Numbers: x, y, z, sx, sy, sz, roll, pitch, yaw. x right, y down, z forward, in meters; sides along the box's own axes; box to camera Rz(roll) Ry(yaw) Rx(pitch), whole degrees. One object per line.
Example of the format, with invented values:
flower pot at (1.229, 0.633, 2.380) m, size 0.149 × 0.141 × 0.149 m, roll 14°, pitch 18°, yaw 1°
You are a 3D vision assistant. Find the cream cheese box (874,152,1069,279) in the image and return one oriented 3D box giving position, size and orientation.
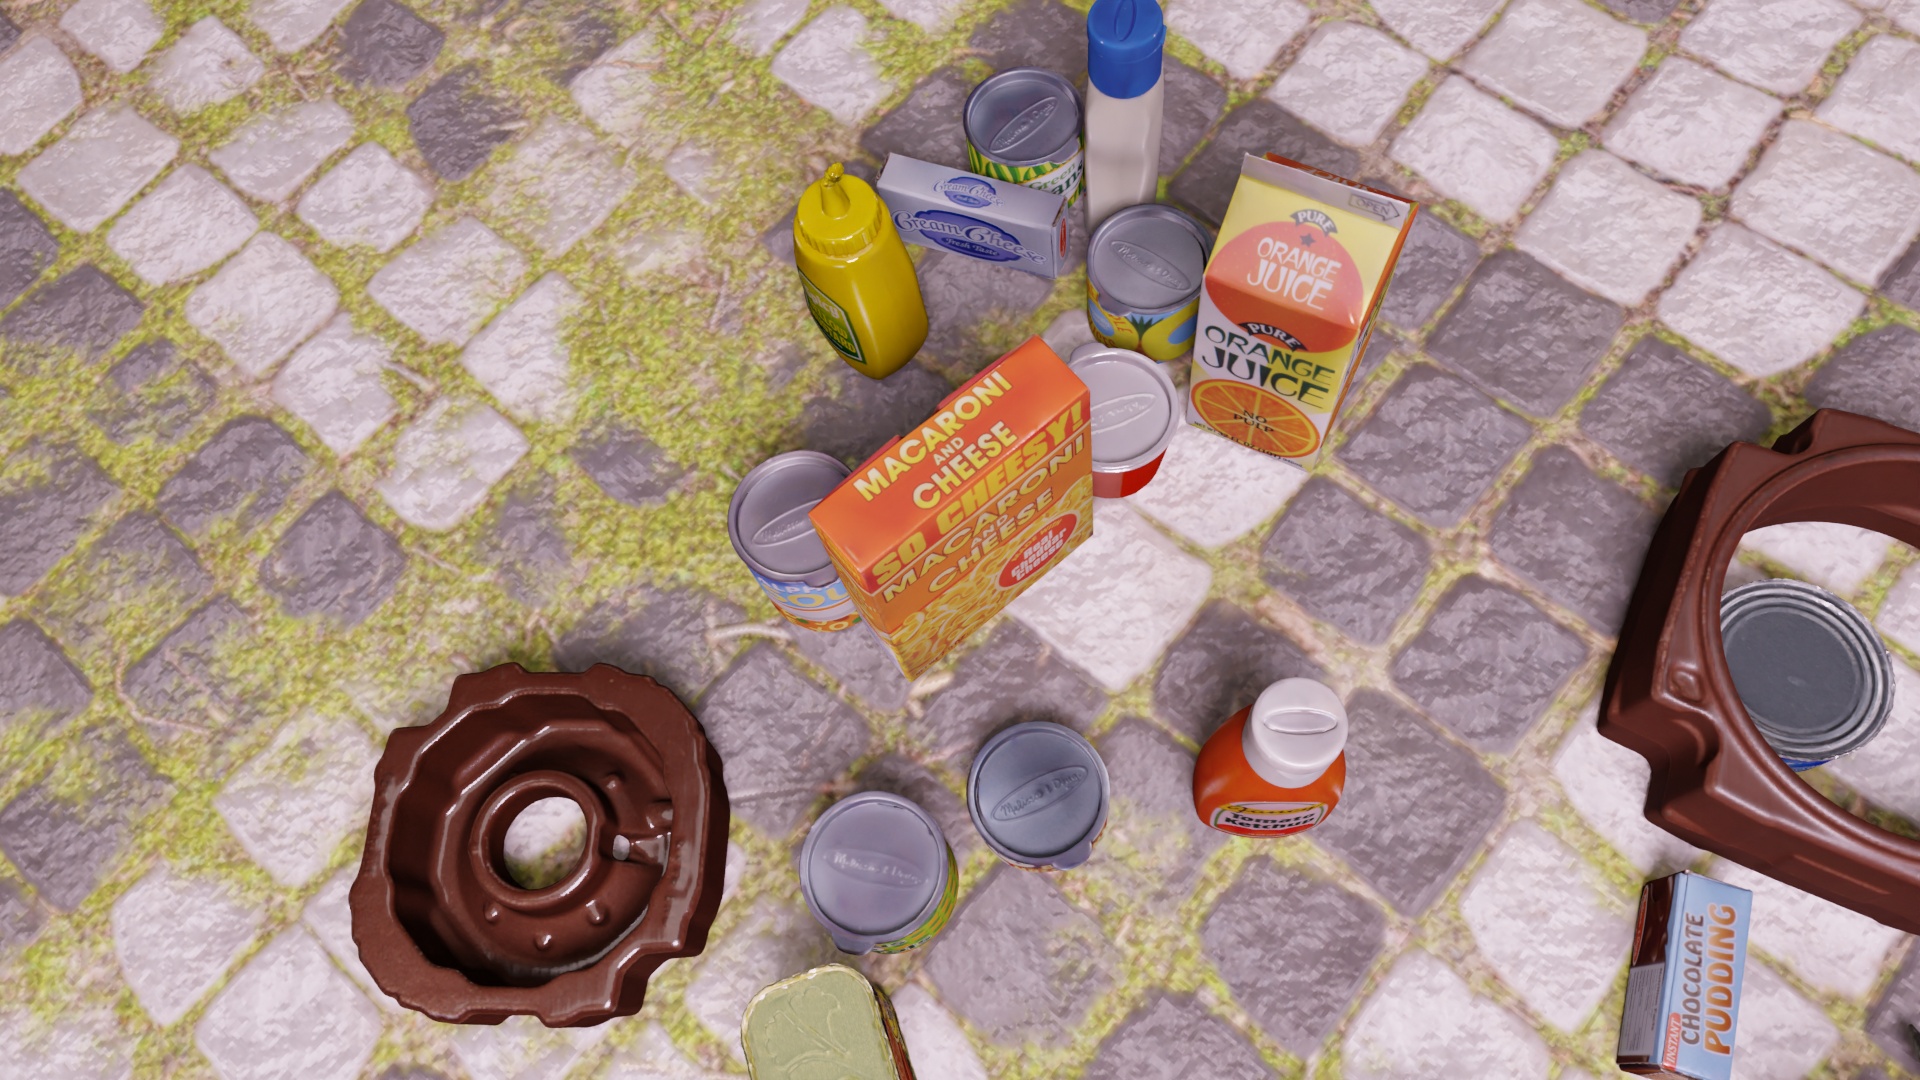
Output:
cream cheese box at (0.007, -0.177, 0.763) m, size 0.104 × 0.053 × 0.024 m, roll 17°, pitch 71°, yaw 12°

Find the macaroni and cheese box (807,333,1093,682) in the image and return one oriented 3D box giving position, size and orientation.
macaroni and cheese box at (0.002, -0.008, 0.635) m, size 0.124 × 0.166 × 0.040 m, roll -39°, pitch 70°, yaw -10°

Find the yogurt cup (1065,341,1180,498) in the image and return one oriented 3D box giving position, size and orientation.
yogurt cup at (0.076, -0.056, 0.707) m, size 0.072 × 0.053 × 0.072 m, roll -2°, pitch 68°, yaw 5°

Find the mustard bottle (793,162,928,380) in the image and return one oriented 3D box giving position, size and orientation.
mustard bottle at (-0.055, -0.139, 0.696) m, size 0.049 × 0.159 × 0.065 m, roll -43°, pitch 71°, yaw -11°

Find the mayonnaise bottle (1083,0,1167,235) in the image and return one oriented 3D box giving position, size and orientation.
mayonnaise bottle at (0.084, -0.220, 0.722) m, size 0.041 × 0.147 × 0.065 m, roll 8°, pitch 70°, yaw 9°

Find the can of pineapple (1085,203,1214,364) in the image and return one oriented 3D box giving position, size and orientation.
can of pineapple at (0.098, -0.133, 0.734) m, size 0.071 × 0.057 × 0.071 m, roll -2°, pitch 68°, yaw 5°

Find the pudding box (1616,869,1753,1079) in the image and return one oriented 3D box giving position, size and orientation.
pudding box at (0.307, 0.186, 0.590) m, size 0.030 × 0.049 × 0.084 m, roll 15°, pitch 71°, yaw 11°

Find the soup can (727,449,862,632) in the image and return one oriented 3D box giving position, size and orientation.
soup can at (-0.071, 0.005, 0.681) m, size 0.071 × 0.083 × 0.071 m, roll -2°, pitch 68°, yaw 5°

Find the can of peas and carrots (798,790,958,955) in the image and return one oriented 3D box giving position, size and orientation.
can of peas and carrots at (-0.036, 0.155, 0.631) m, size 0.071 × 0.058 × 0.071 m, roll -2°, pitch 68°, yaw 5°

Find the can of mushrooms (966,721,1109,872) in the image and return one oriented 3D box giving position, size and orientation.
can of mushrooms at (0.038, 0.123, 0.650) m, size 0.071 × 0.033 × 0.071 m, roll -2°, pitch 68°, yaw 5°

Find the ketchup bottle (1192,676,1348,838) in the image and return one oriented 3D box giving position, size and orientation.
ketchup bottle at (0.134, 0.094, 0.591) m, size 0.065 × 0.148 × 0.044 m, roll -1°, pitch 69°, yaw 5°

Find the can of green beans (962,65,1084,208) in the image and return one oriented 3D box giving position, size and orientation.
can of green beans at (0.036, -0.219, 0.774) m, size 0.071 × 0.057 × 0.071 m, roll -2°, pitch 68°, yaw 5°

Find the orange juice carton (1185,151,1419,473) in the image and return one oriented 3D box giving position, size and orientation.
orange juice carton at (0.156, -0.111, 0.647) m, size 0.072 × 0.192 × 0.073 m, roll 24°, pitch 73°, yaw 14°
